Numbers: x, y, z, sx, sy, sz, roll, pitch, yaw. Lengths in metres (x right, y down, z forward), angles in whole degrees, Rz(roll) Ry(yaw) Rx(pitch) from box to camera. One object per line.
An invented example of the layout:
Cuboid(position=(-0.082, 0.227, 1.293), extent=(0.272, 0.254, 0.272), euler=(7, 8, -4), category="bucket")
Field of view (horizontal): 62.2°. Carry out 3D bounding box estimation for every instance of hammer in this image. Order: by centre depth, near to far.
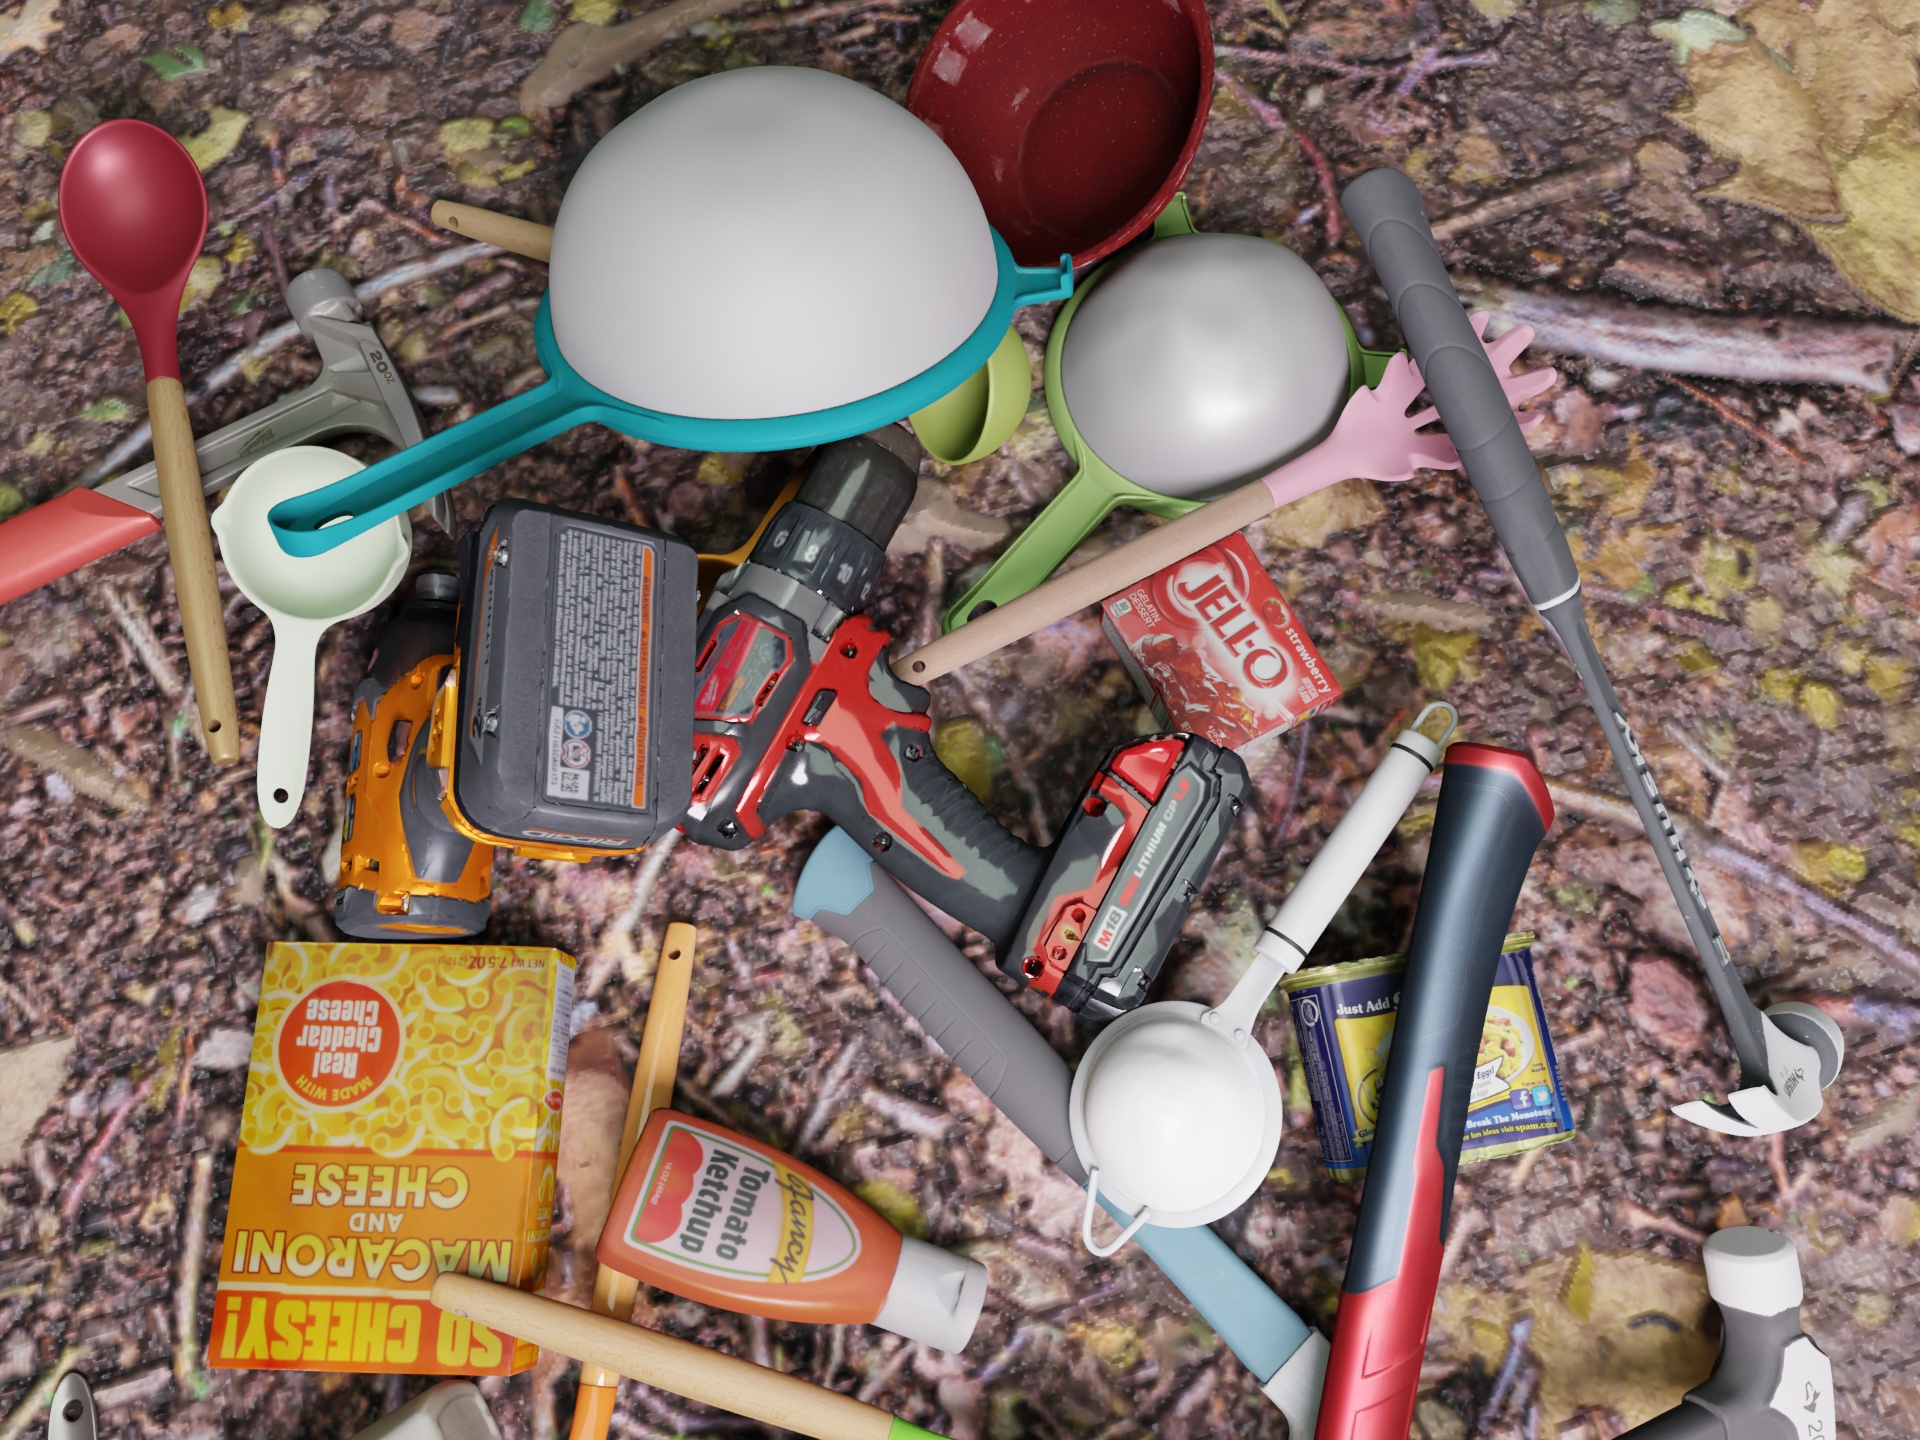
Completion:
Cuboid(position=(0.167, 0.293, 0.543), extent=(0.334, 0.035, 0.146), euler=(-12, 94, -20), category="hammer")
Cuboid(position=(0.144, 0.196, 0.575), extent=(0.143, 0.038, 0.386), euler=(12, 87, -17), category="hammer")
Cuboid(position=(0.240, -0.034, 0.628), extent=(0.036, 0.149, 0.409), euler=(-27, 79, 33), category="hammer")
Cuboid(position=(0.048, 0.172, 0.651), extent=(0.128, 0.033, 0.331), euler=(-43, 77, -9), category="hammer")
Cuboid(position=(-0.420, -0.075, 0.737), extent=(0.359, 0.036, 0.149), euler=(-28, 75, -6), category="hammer")

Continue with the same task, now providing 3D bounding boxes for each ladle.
Cuboid(position=(-0.355, -0.129, 0.719), extent=(0.069, 0.031, 0.316), euler=(-16, 76, -1), category="ladle")
Cuboid(position=(-0.116, -0.197, 0.751), extent=(0.320, 0.078, 0.062), euler=(19, 34, 11), category="ladle")

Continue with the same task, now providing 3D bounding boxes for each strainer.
Cuboid(position=(0.118, 0.095, 0.620), extent=(0.087, 0.050, 0.258), euler=(31, 81, 32), category="strainer")
Cuboid(position=(-0.129, -0.179, 0.636), extent=(0.340, 0.095, 0.211), euler=(-35, 54, -27), category="strainer")
Cuboid(position=(0.079, -0.133, 0.716), extent=(0.151, 0.069, 0.256), euler=(40, 78, 12), category="strainer")

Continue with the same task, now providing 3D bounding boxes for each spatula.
Cuboid(position=(-0.140, 0.242, 0.645), extent=(0.081, 0.041, 0.323), euler=(6, 71, 3), category="spatula")

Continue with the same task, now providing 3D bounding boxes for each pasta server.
Cuboid(position=(0.111, -0.088, 0.689), extent=(0.316, 0.040, 0.060), euler=(-27, 87, -6), category="pasta server")

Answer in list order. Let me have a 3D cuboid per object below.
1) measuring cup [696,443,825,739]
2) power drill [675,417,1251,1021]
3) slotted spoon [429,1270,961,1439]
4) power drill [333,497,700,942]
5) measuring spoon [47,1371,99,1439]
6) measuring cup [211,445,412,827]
Cuboid(position=(-0.090, -0.058, 0.712), extent=(0.095, 0.052, 0.174), euler=(32, 76, 10), category="measuring cup")
Cuboid(position=(-0.001, -0.002, 0.636), extent=(0.227, 0.080, 0.188), euler=(28, 81, 5), category="power drill")
Cuboid(position=(-0.052, 0.263, 0.606), extent=(0.314, 0.070, 0.031), euler=(17, 40, 1), category="slotted spoon")
Cuboid(position=(-0.185, -0.007, 0.626), extent=(0.084, 0.226, 0.164), euler=(10, 70, -34), category="power drill")
Cuboid(position=(-0.349, 0.325, 0.635), extent=(0.034, 0.018, 0.124), euler=(-15, 68, -2), category="measuring spoon")
Cuboid(position=(-0.288, -0.037, 0.704), extent=(0.083, 0.038, 0.167), euler=(9, 97, -5), category="measuring cup")
